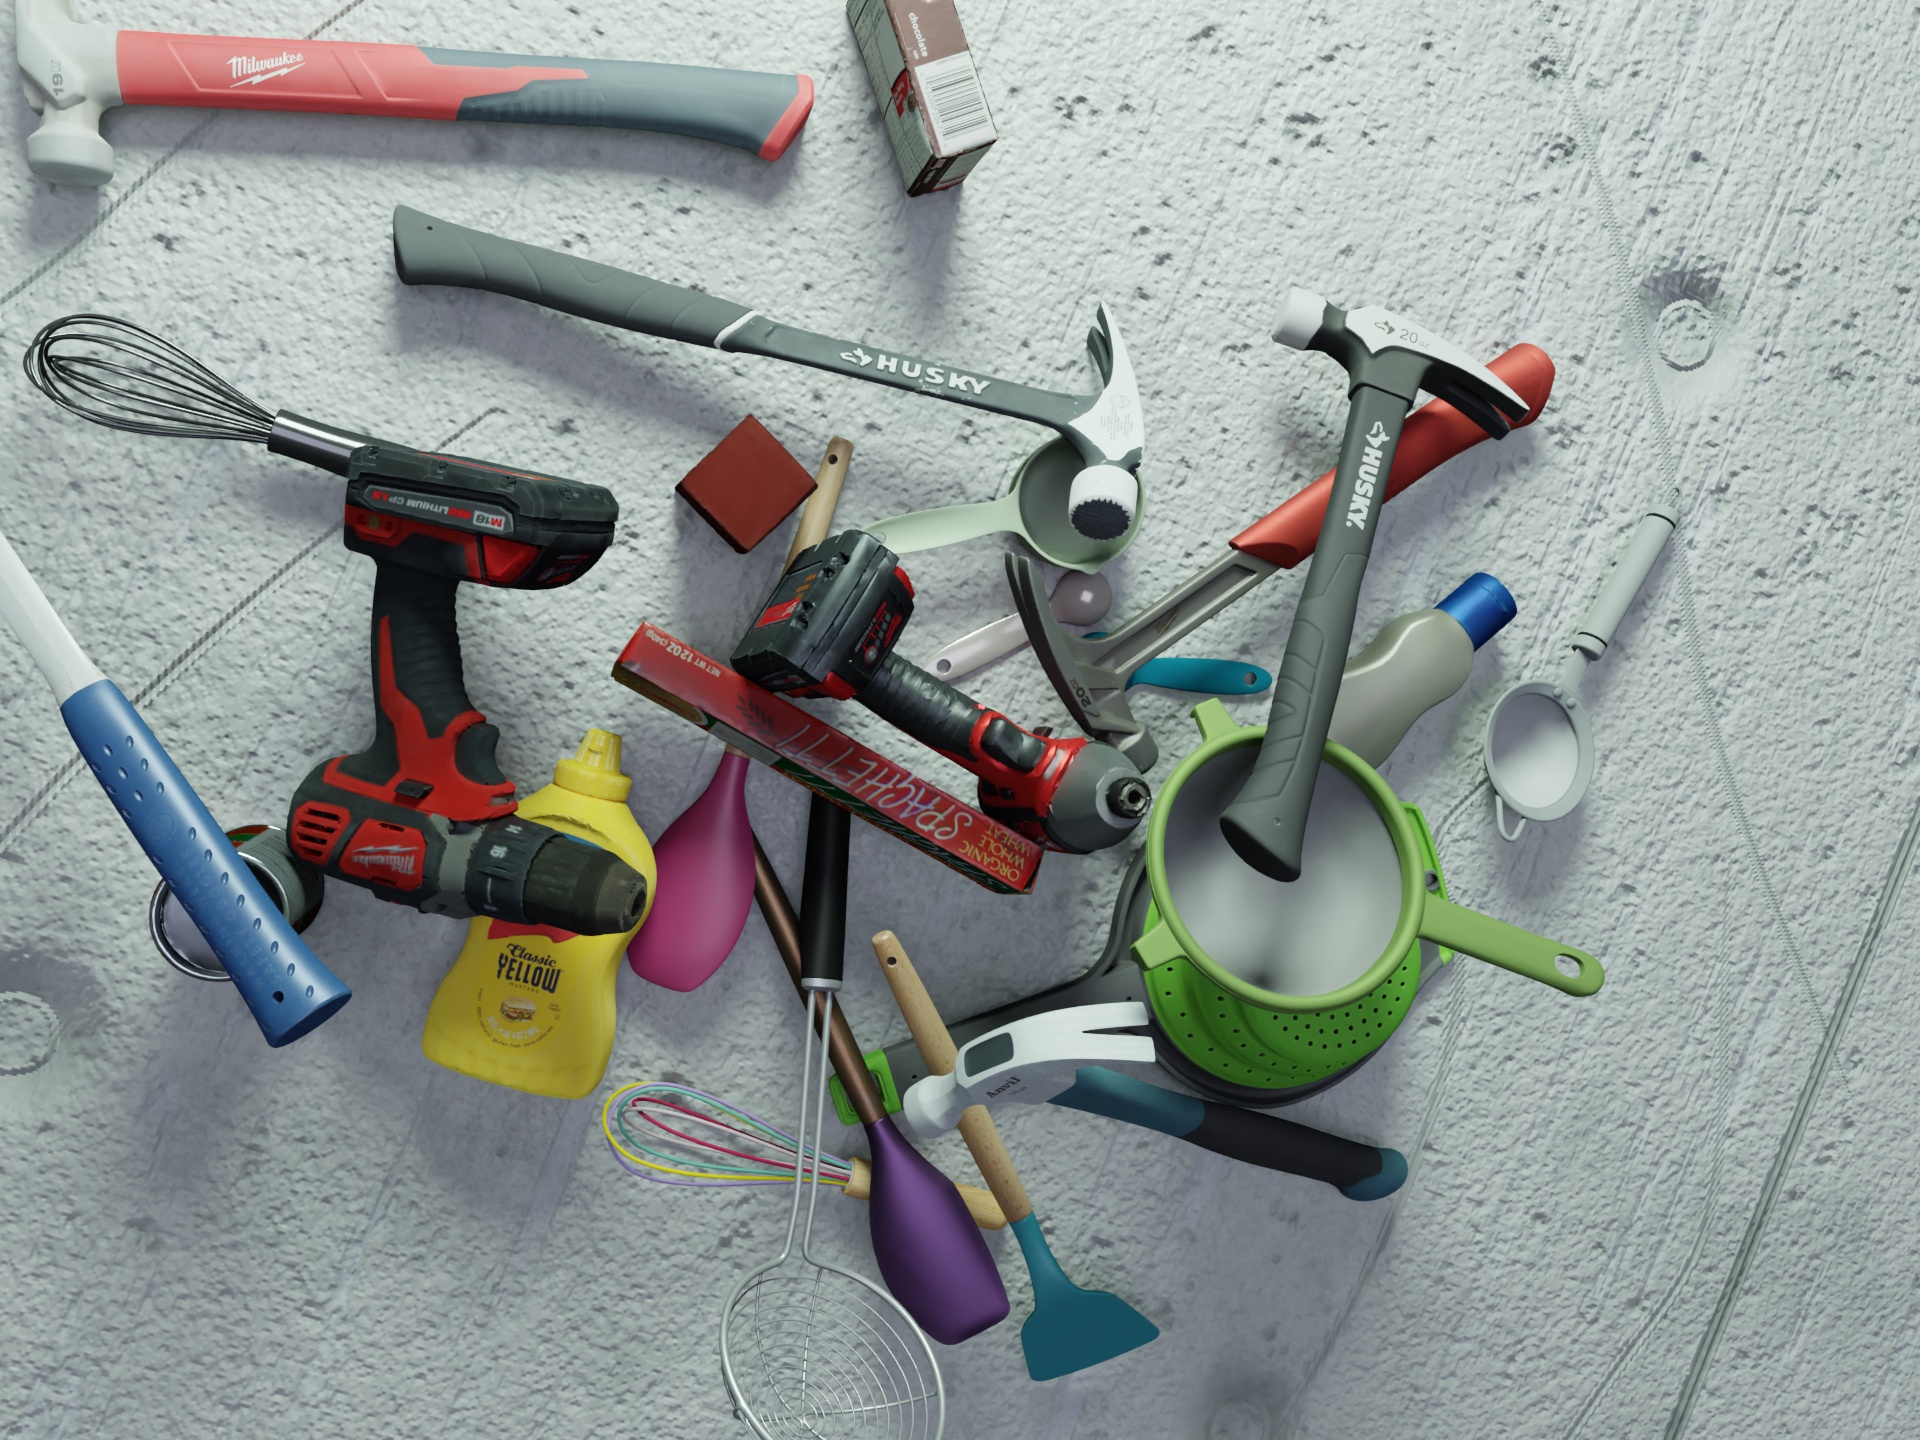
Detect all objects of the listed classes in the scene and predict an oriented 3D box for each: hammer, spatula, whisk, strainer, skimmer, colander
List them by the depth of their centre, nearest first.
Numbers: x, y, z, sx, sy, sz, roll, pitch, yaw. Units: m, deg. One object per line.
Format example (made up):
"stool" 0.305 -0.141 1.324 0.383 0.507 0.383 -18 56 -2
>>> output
"hammer" -0.425 -0.017 0.754 0.144 0.035 0.405 -37 83 -5
"whisk" -0.349 -0.149 0.814 0.238 0.055 0.055 18 90 -18
"hammer" -0.269 -0.343 0.818 0.386 0.038 0.143 -1 93 -12
"skimmer" -0.059 0.197 0.824 0.127 0.090 0.363 15 70 -37
"strainer" 0.210 0.101 0.840 0.256 0.069 0.152 20 67 -7
"hammer" 0.203 -0.072 0.841 0.146 0.035 0.335 20 68 -2
"hammer" -0.098 -0.207 0.845 0.409 0.036 0.149 14 56 -6
"spatula" -0.060 0.200 0.887 0.060 0.018 0.316 -25 89 -5
"hammer" 0.134 0.225 0.888 0.330 0.033 0.128 24 132 -34
"spatula" 0.021 0.252 0.896 0.082 0.044 0.317 -23 104 6
"whisk" -0.083 0.249 0.901 0.245 0.047 0.051 19 102 -17
"colander" 0.121 0.160 0.908 0.397 0.094 0.204 -18 98 -10
"hammer" 0.196 -0.122 0.913 0.359 0.037 0.149 -35 115 -12
"strainer" 0.382 -0.038 0.978 0.086 0.050 0.258 36 81 -18

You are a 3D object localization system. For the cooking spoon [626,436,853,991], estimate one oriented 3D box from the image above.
"cooking spoon" -0.116 -0.006 0.879 0.069 0.017 0.319 18 87 11

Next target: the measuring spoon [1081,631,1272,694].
"measuring spoon" 0.126 -0.028 0.932 0.128 0.021 0.042 4 93 -12

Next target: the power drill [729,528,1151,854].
"power drill" -0.001 -0.003 0.835 0.219 0.143 0.078 35 77 -18

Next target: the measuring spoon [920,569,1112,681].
"measuring spoon" 0.033 -0.051 0.913 0.124 0.018 0.034 -27 99 -8

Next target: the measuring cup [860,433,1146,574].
"measuring cup" 0.020 -0.115 0.897 0.167 0.038 0.083 -12 97 -9

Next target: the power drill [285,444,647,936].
"power drill" -0.230 -0.009 0.783 0.188 0.080 0.226 14 99 14
